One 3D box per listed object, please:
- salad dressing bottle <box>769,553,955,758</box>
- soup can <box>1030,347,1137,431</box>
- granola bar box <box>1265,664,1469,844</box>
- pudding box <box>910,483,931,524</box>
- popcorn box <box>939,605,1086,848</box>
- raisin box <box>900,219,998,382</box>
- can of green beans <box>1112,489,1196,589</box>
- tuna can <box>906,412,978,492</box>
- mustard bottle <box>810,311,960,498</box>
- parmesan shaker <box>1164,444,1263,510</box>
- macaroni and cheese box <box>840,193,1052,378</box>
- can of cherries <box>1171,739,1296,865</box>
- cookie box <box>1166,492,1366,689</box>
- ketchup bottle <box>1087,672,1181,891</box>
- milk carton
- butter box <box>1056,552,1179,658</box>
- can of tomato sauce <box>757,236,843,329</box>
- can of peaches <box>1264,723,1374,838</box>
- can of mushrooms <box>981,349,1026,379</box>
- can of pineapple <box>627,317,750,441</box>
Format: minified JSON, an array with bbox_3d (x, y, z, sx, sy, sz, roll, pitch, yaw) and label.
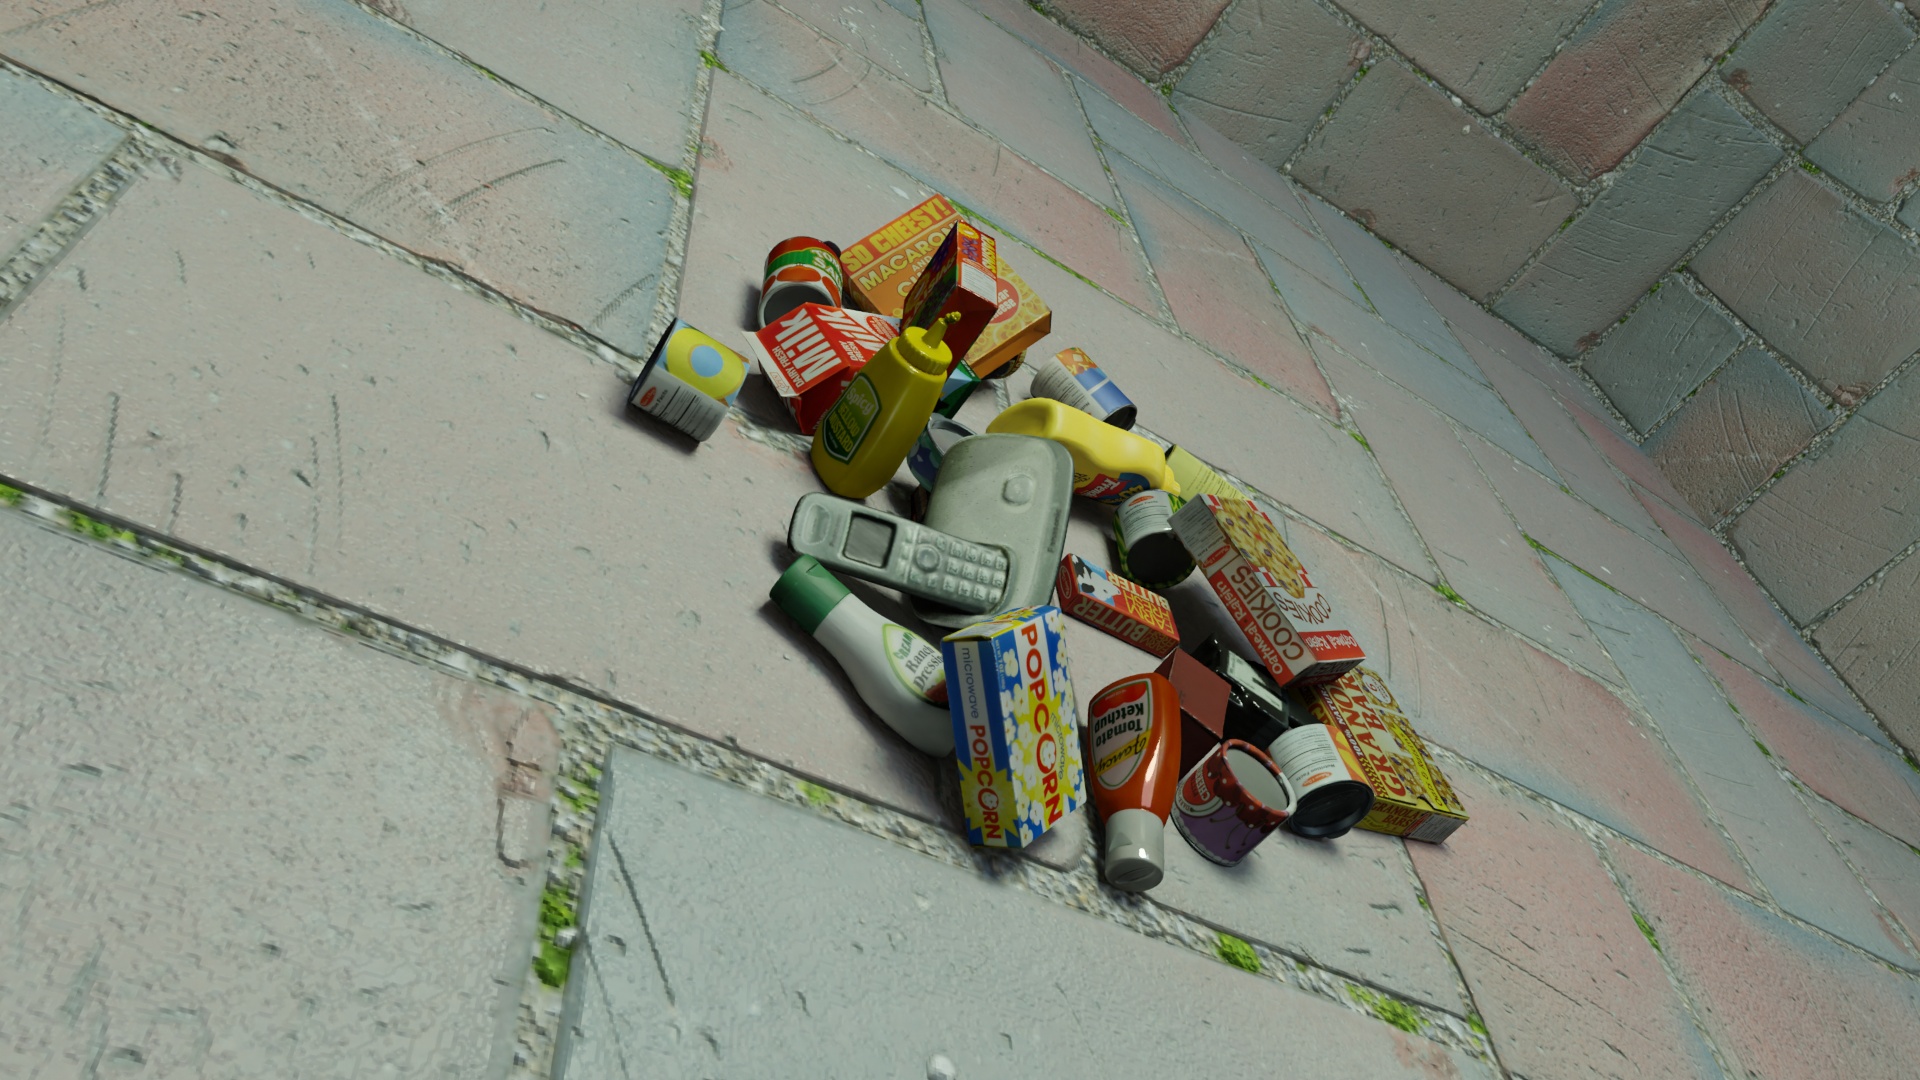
[{"bbox_3d":[-0.052,0.069,0.852,0.148,0.043,0.064,41,31,4],"label":"salad dressing bottle"},{"bbox_3d":[0.118,-0.133,1.324,0.084,0.071,0.071,50,30,21],"label":"soup can"},{"bbox_3d":[0.339,0.169,1.167,0.124,0.039,0.166,17,34,-34],"label":"granola bar box"},{"bbox_3d":[0.004,-0.013,1.052,0.083,0.030,0.050,26,31,-22],"label":"pudding box"},{"bbox_3d":[0.033,0.109,0.825,0.085,0.038,0.126,-17,101,-58],"label":"popcorn box"},{"bbox_3d":[-0.008,-0.183,1.069,0.040,0.085,0.124,27,31,-18],"label":"raisin box"},{"bbox_3d":[0.166,0.000,1.186,0.071,0.071,0.058,27,31,-21],"label":"can of green beans"},{"bbox_3d":[-0.007,-0.060,1.039,0.071,0.032,0.071,29,30,-18],"label":"tuna can"},{"bbox_3d":[-0.049,-0.103,0.986,0.049,0.159,0.065,6,40,-44],"label":"mustard bottle"},{"bbox_3d":[0.223,-0.036,1.303,0.103,0.071,0.071,37,28,-2],"label":"parmesan shaker"},{"bbox_3d":[-0.018,-0.219,1.246,0.124,0.040,0.167,-34,68,-15],"label":"macaroni and cheese box"},{"bbox_3d":[0.185,0.178,0.954,0.071,0.058,0.072,29,29,-18],"label":"can of cherries"},{"bbox_3d":[0.252,0.041,1.141,0.123,0.040,0.168,4,49,-56],"label":"cookie box"},{"bbox_3d":[0.113,0.156,0.903,0.043,0.064,0.149,46,31,-29],"label":"ketchup bottle"},{"bbox_3d":[-0.082,-0.129,1.076,0.191,0.073,0.072,1,46,-49],"label":"milk carton"},{"bbox_3d":[0.125,0.052,1.104,0.103,0.024,0.053,26,30,-23],"label":"butter box"},{"bbox_3d":[-0.128,-0.201,1.132,0.071,0.071,0.083,27,31,-21],"label":"can of tomato sauce"},{"bbox_3d":[0.268,0.181,1.041,0.071,0.071,0.058,22,32,-29],"label":"can of peaches"},{"bbox_3d":[0.028,-0.180,1.288,0.071,0.070,0.033,49,28,18],"label":"can of mushrooms"},{"bbox_3d":[-0.182,-0.109,0.936,0.058,0.070,0.071,30,29,-18],"label":"can of pineapple"}]
